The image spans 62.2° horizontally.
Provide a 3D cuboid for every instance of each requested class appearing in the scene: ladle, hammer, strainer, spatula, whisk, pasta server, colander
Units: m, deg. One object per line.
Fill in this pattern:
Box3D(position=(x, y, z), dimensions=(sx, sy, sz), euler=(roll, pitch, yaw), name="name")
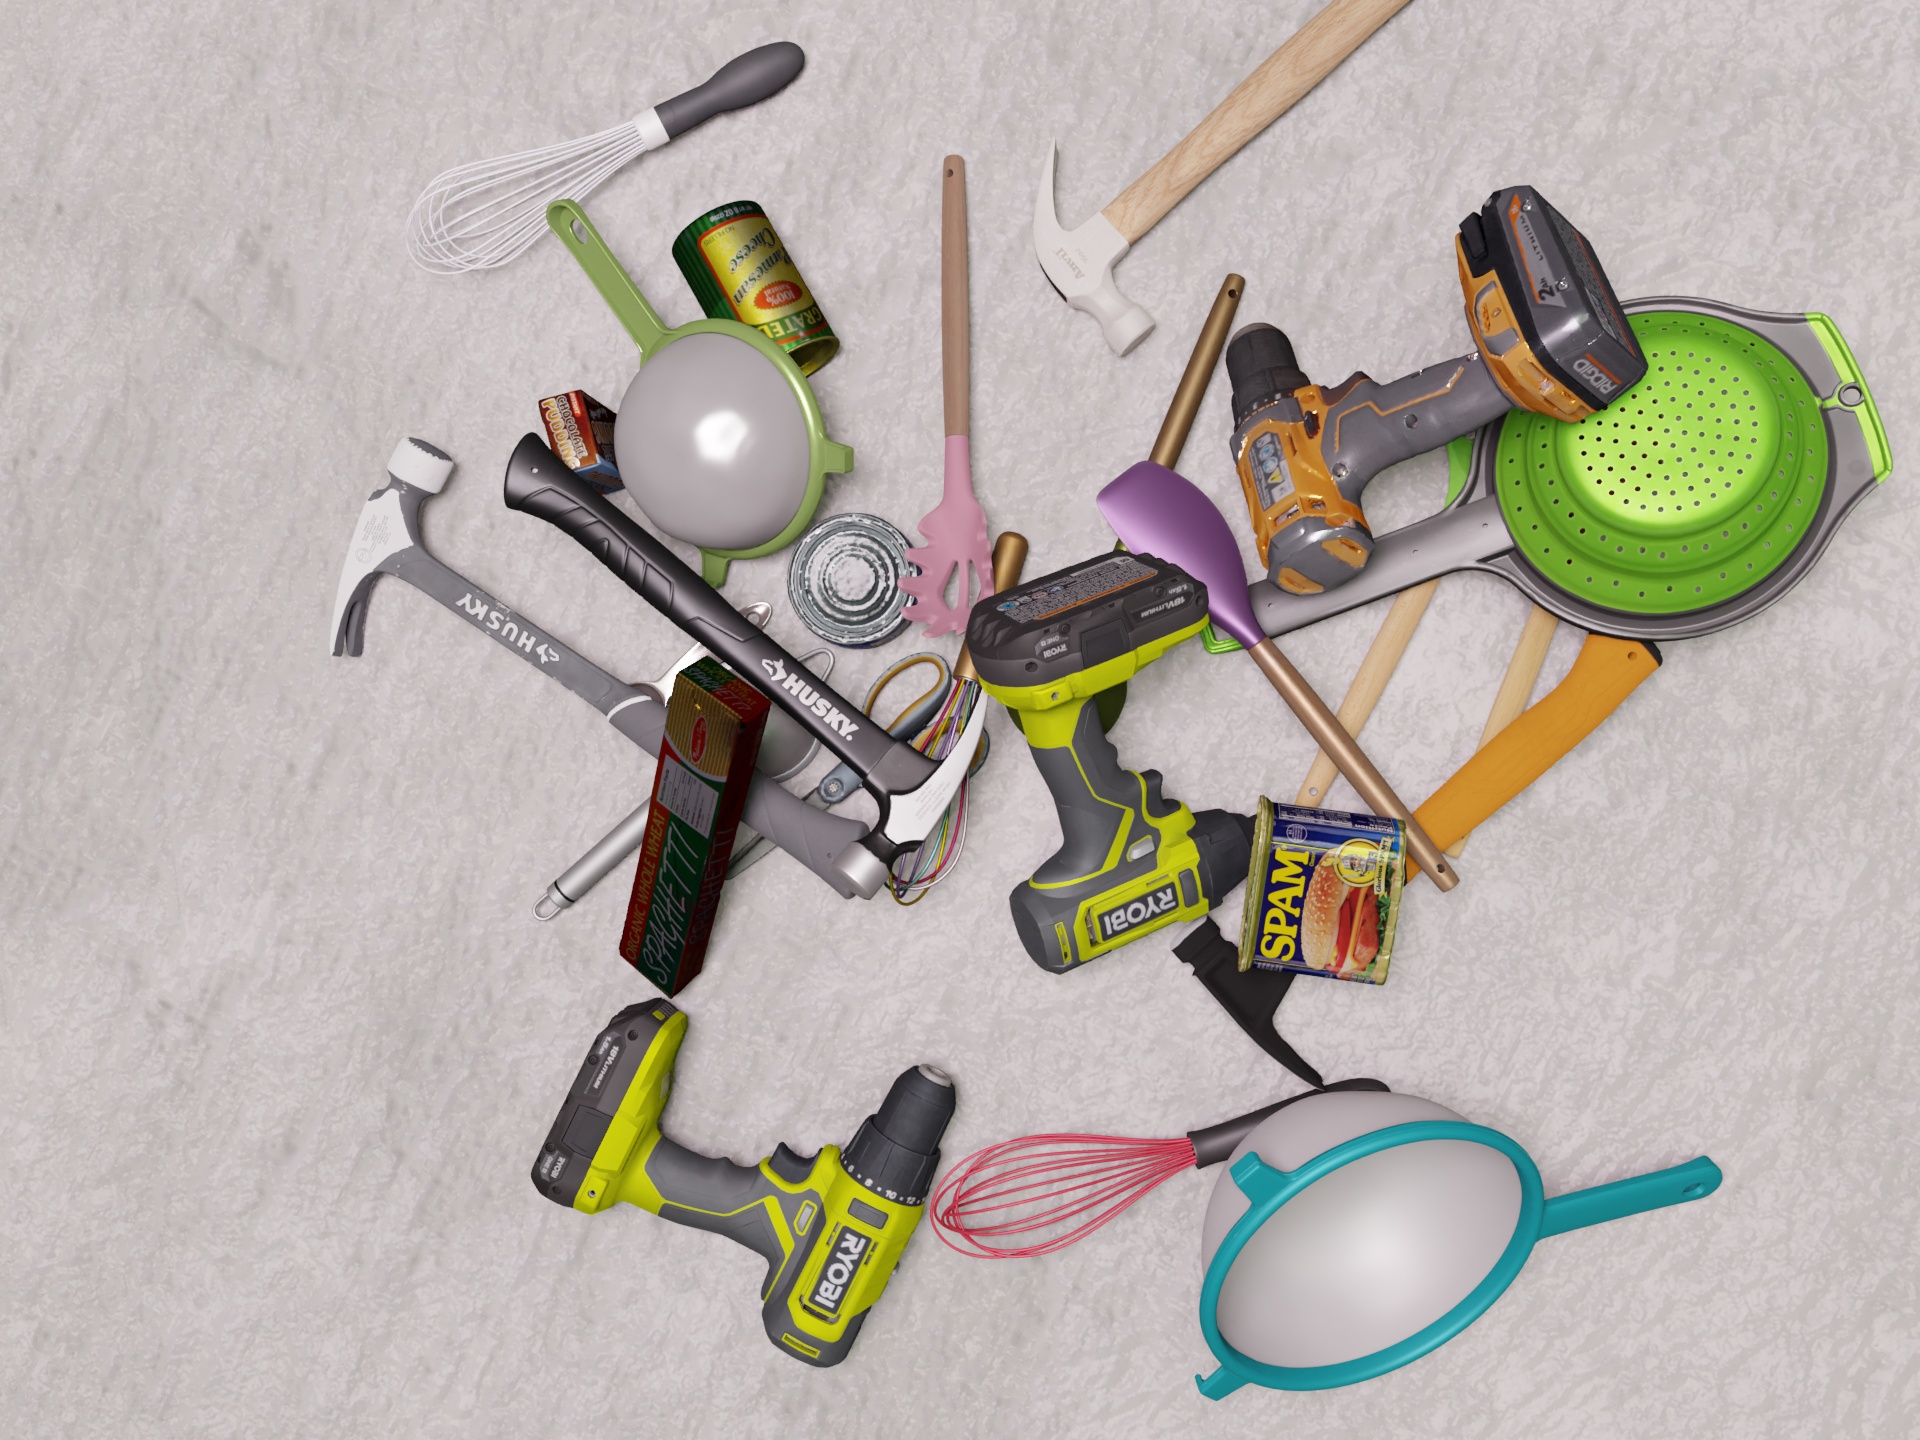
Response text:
Box3D(position=(0.112, -0.132, 0.999), dimensions=(0.078, 0.062, 0.320), euler=(23, 84, -7), name="ladle")
Box3D(position=(0.291, 0.072, 0.963), dimensions=(0.337, 0.034, 0.127), euler=(-44, 83, 8), name="hammer")
Box3D(position=(-0.225, -0.013, 0.992), dimensions=(0.409, 0.036, 0.149), euler=(33, 99, 13), name="hammer")
Box3D(position=(0.284, 0.278, 0.948), dimensions=(0.340, 0.095, 0.210), euler=(-8, 122, -15), name="strainer")
Box3D(position=(0.196, -0.027, 0.953), dimensions=(0.060, 0.018, 0.316), euler=(-37, 84, -5), name="spatula")
Box3D(position=(-0.190, -0.209, 0.970), dimensions=(0.151, 0.069, 0.256), euler=(-35, 90, 35), name="strainer")
Box3D(position=(0.358, -0.064, 0.980), dimensions=(0.069, 0.031, 0.315), euler=(21, 93, 4), name="ladle")
Box3D(position=(-0.001, -0.003, 0.988), dimensions=(0.047, 0.051, 0.245), euler=(24, 76, -26), name="whisk")
Box3D(position=(-0.227, -0.364, 1.021), dimensions=(0.284, 0.070, 0.070), euler=(-27, 87, 0), name="whisk")
Box3D(position=(-0.005, -0.205, 0.993), dimensions=(0.060, 0.040, 0.316), euler=(-3, 82, 22), name="pasta server")
Box3D(position=(0.181, -0.386, 0.996), dimensions=(0.331, 0.031, 0.130), euler=(-42, 87, 3), name="hammer")
Box3D(position=(0.124, 0.270, 0.980), dimensions=(0.296, 0.073, 0.073), euler=(-15, 88, -2), name="whisk")
Box3D(position=(-0.134, -0.055, 0.937), dimensions=(0.335, 0.035, 0.146), euler=(40, 75, 3), name="hammer")
Box3D(position=(0.317, -0.123, 0.911), dimensions=(0.397, 0.094, 0.204), euler=(-20, 79, 17), name="colander")
Box3D(position=(-0.179, 0.045, 1.018), dimensions=(0.258, 0.050, 0.087), euler=(-41, 101, 6), name="strainer")

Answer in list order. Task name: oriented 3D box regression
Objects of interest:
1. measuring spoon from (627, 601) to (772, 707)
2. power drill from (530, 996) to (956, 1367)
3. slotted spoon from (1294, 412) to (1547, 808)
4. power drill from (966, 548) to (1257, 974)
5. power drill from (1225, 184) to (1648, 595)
Box3D(position=(-0.171, -0.036, 1.032), dimensions=(0.124, 0.018, 0.034), euler=(-39, 86, -4), name="measuring spoon")
Box3D(position=(-0.129, 0.267, 0.991), dimensions=(0.228, 0.080, 0.190), euler=(26, 92, 2), name="power drill")
Box3D(position=(0.283, -0.084, 0.986), dimensions=(0.070, 0.031, 0.314), euler=(27, 93, 11), name="slotted spoon")
Box3D(position=(0.097, 0.022, 0.935), dimensions=(0.171, 0.080, 0.223), euler=(-22, 115, -16), name="power drill")
Box3D(position=(0.248, -0.200, 0.903), dimensions=(0.226, 0.084, 0.186), euler=(-35, 50, 36), name="power drill")
